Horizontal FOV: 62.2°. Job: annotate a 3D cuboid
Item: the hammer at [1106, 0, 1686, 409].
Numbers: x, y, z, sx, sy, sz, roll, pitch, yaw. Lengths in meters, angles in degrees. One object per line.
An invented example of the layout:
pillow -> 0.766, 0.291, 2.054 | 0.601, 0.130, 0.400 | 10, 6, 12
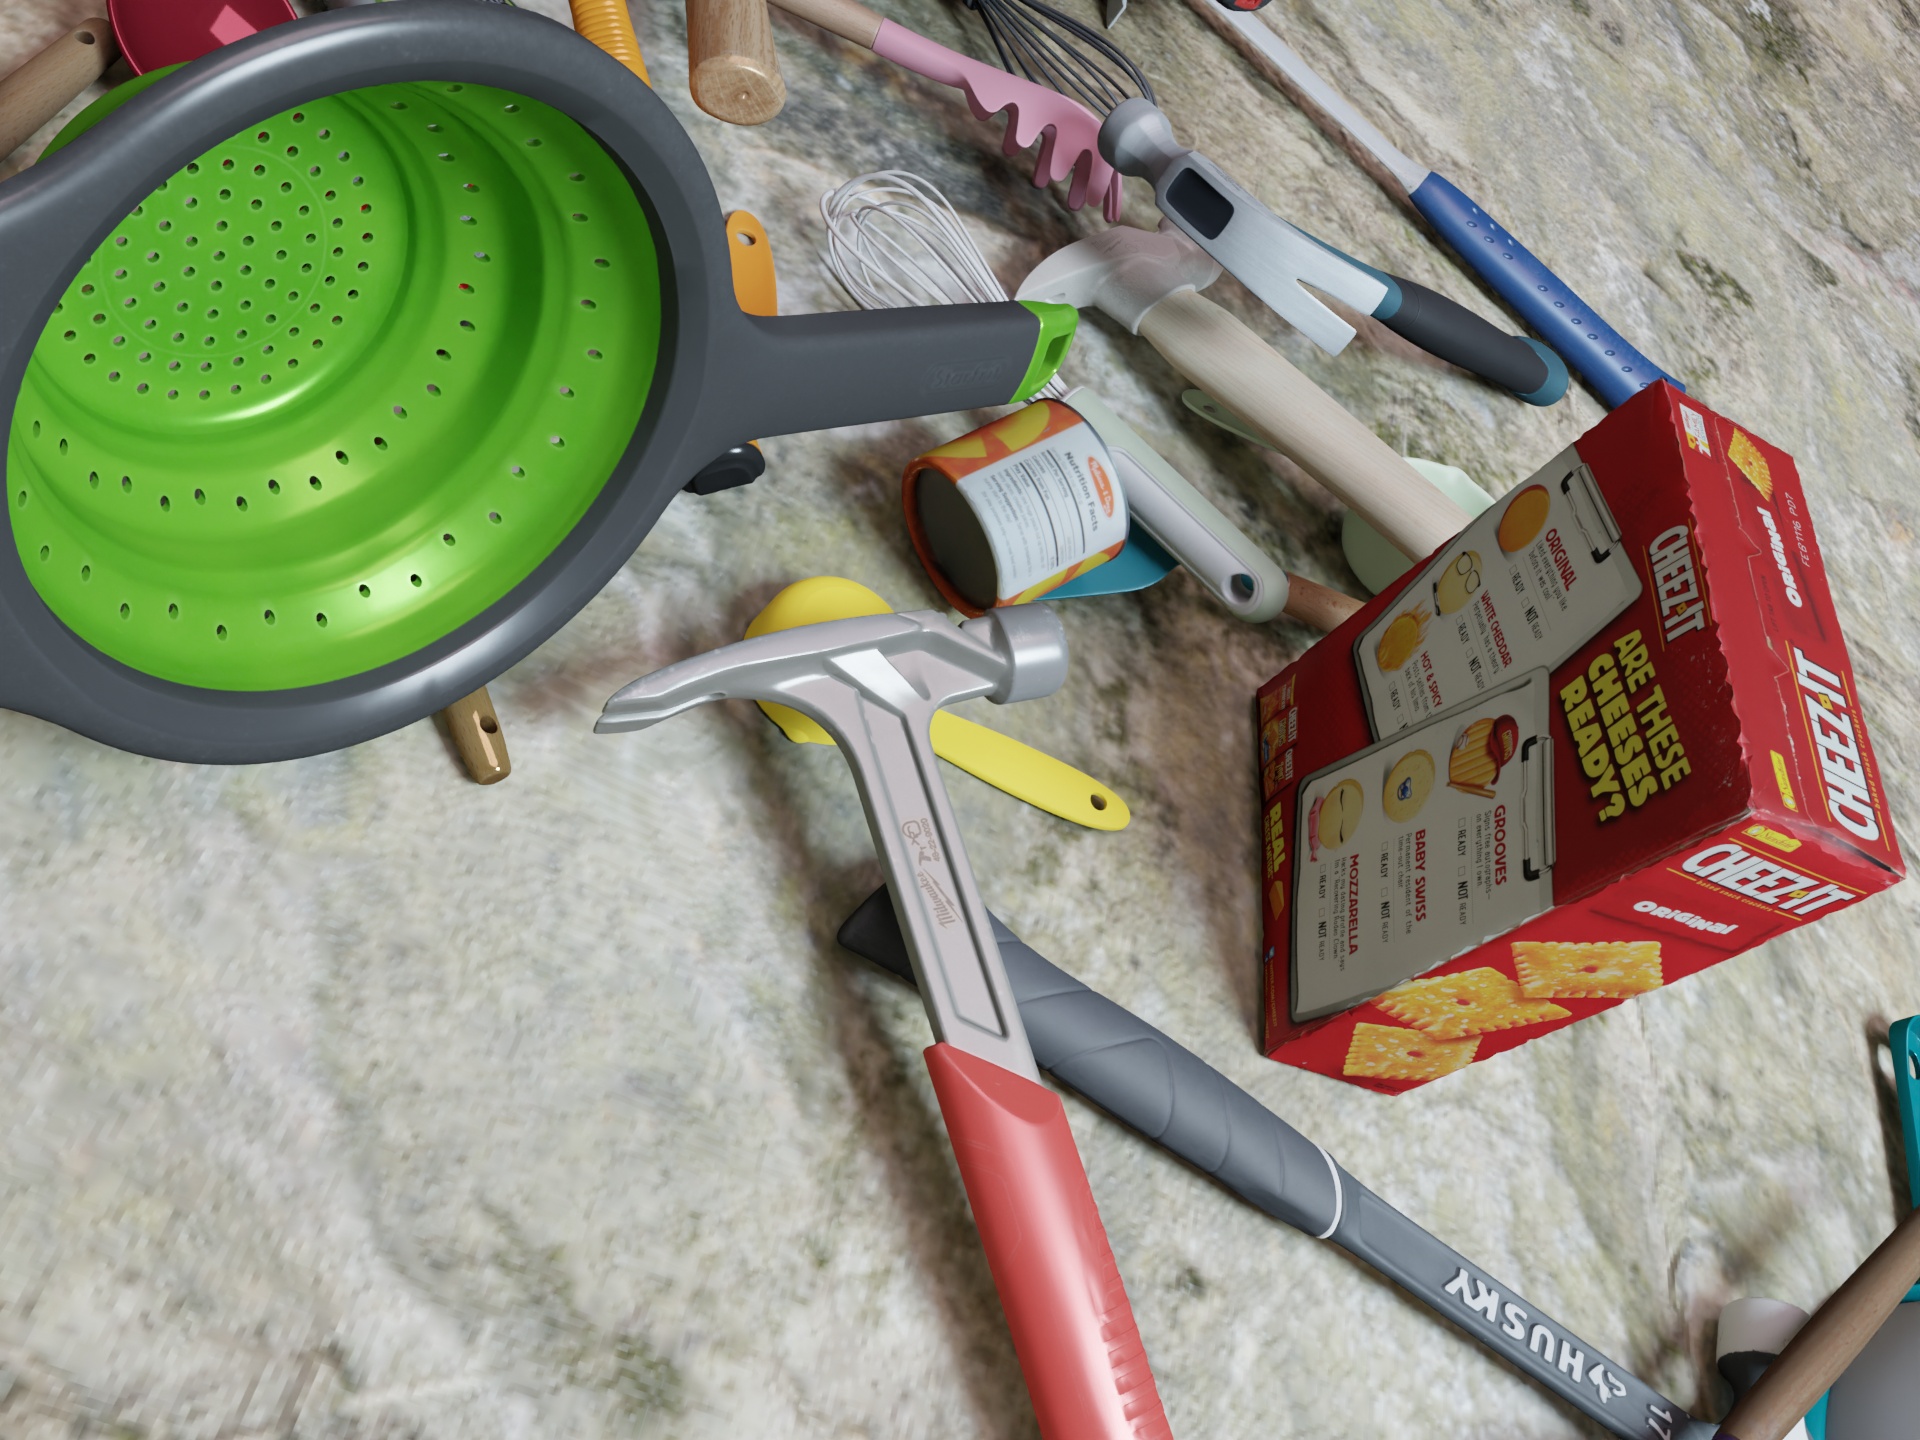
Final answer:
hammer -> 0.247, -0.306, 0.893 | 0.405, 0.035, 0.144 | 41, 49, -4

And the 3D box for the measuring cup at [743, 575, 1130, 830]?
measuring cup -> -0.001, -0.002, 0.557 | 0.156, 0.029, 0.062 | 26, 52, -14

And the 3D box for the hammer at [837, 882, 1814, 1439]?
hammer -> 0.132, 0.173, 0.534 | 0.409, 0.036, 0.149 | 35, 51, -9

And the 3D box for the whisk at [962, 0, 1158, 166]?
whisk -> 0.011, -0.353, 0.771 | 0.239, 0.055, 0.055 | 49, 49, 9

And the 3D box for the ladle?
ladle -> -0.203, -0.122, 0.507 | 0.069, 0.031, 0.315 | -9, 70, -49

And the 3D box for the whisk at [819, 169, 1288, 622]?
whisk -> 0.035, -0.127, 0.621 | 0.246, 0.057, 0.059 | 45, 35, 9

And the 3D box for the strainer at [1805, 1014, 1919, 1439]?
strainer -> 0.434, 0.261, 0.628 | 0.211, 0.095, 0.341 | 26, 53, -16

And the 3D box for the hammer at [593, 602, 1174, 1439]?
hammer -> 0.012, 0.139, 0.453 | 0.149, 0.036, 0.359 | -12, 76, -24

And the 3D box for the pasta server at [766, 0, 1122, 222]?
pasta server -> -0.064, -0.305, 0.695 | 0.316, 0.040, 0.060 | 23, 13, -11

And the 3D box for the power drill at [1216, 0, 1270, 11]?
power drill -> 0.050, -0.435, 0.779 | 0.226, 0.080, 0.188 | -13, 60, -40

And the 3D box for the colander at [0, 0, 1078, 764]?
colander -> -0.112, -0.114, 0.459 | 0.095, 0.204, 0.397 | 42, 37, 24

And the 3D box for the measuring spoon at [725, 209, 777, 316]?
measuring spoon -> -0.082, -0.155, 0.615 | 0.021, 0.011, 0.117 | 9, 55, -27

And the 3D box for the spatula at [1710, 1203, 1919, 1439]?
spatula -> 0.277, 0.236, 0.548 | 0.316, 0.018, 0.060 | -20, 74, -35

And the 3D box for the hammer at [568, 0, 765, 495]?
hammer -> -0.126, -0.242, 0.572 | 0.034, 0.127, 0.337 | -15, 79, -4

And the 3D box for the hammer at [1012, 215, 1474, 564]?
hammer -> 0.196, -0.071, 0.659 | 0.411, 0.038, 0.146 | 43, 49, 16

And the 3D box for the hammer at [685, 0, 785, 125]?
hammer -> -0.104, -0.360, 0.673 | 0.130, 0.031, 0.332 | 5, 52, -22

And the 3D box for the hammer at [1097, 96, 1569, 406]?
hammer -> 0.203, -0.198, 0.749 | 0.330, 0.033, 0.128 | 5, 41, -47

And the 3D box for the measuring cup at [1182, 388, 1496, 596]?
measuring cup -> 0.171, -0.101, 0.729 | 0.167, 0.038, 0.083 | 27, 48, 4

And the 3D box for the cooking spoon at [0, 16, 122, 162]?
cooking spoon -> -0.324, -0.108, 0.427 | 0.068, 0.017, 0.319 | 30, 51, -13

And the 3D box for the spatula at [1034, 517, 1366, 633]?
spatula -> 0.147, -0.045, 0.683 | 0.317, 0.044, 0.082 | 19, 54, -27
